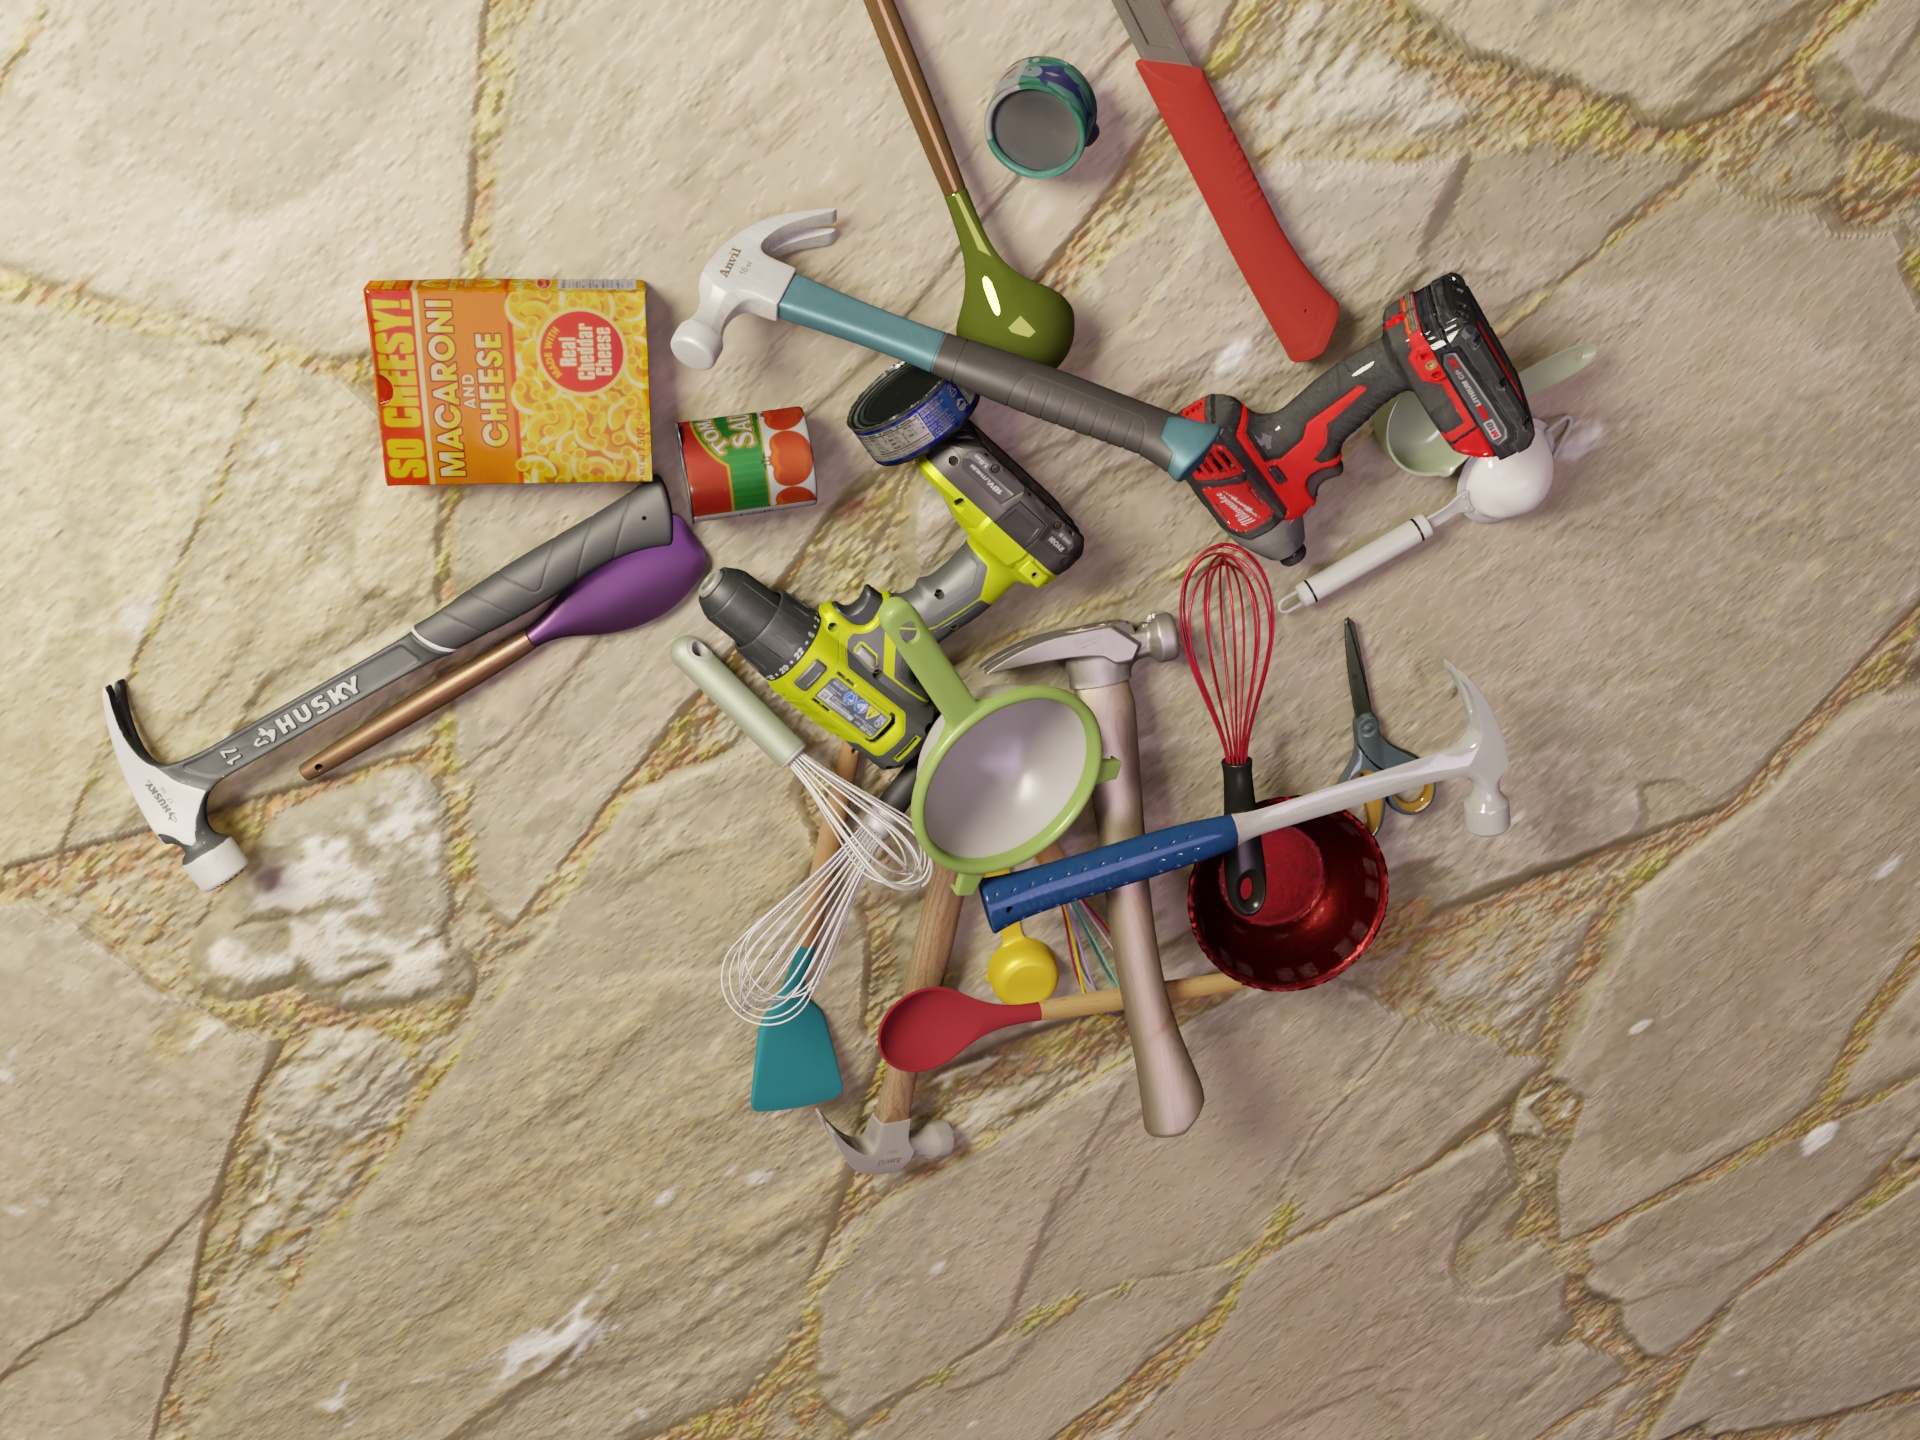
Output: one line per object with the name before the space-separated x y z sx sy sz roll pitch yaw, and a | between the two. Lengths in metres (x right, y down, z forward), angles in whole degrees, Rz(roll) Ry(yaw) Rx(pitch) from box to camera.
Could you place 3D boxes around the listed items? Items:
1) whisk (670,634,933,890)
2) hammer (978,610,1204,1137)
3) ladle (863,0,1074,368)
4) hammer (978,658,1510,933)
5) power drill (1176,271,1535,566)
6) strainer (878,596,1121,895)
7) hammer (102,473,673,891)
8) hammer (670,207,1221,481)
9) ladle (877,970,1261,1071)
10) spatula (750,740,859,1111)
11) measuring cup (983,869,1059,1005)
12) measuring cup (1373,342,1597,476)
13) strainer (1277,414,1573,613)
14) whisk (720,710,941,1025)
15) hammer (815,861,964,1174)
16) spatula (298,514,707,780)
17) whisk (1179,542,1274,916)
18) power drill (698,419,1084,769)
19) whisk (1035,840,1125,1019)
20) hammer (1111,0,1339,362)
whisk | -0.112 0.031 1.117 0.246 0.058 0.059 45 129 -3
hammer | 0.118 0.129 1.209 0.146 0.038 0.410 -11 103 -6
ladle | -0.012 -0.358 0.996 0.078 0.062 0.320 -18 113 18
hammer | 0.210 0.072 1.167 0.405 0.035 0.144 -16 116 -5
power drill | 0.265 -0.193 1.084 0.219 0.079 0.143 -25 124 28
strainer | -0.002 -0.003 1.077 0.151 0.069 0.256 -39 132 -5
hammer | -0.369 -0.048 1.053 0.409 0.036 0.149 -30 105 0
hammer | -0.001 -0.220 0.980 0.331 0.033 0.128 21 68 1
ladle | 0.087 0.224 1.251 0.315 0.031 0.069 -6 106 -11
spatula | -0.106 0.154 1.219 0.082 0.044 0.317 -2 116 -34
measuring cup | 0.041 0.166 1.266 0.062 0.029 0.156 -17 120 -4
measuring cup | 0.374 -0.236 1.143 0.167 0.038 0.083 -25 119 -2
strainer | 0.351 -0.146 1.182 0.258 0.050 0.086 -30 133 6
whisk | -0.079 0.100 1.167 0.070 0.070 0.284 37 86 -26
hammer | -0.033 0.218 1.260 0.130 0.031 0.331 -2 114 -36
spatula | -0.314 -0.042 1.089 0.316 0.018 0.059 -30 115 2
whisk | 0.206 0.012 1.188 0.073 0.073 0.295 -10 108 -8
power drill | -0.047 -0.095 1.093 0.190 0.080 0.228 39 104 -25
whisk | 0.087 0.146 1.261 0.047 0.051 0.244 -24 116 6
hammer | 0.142 -0.380 1.018 0.149 0.037 0.358 -33 118 4
